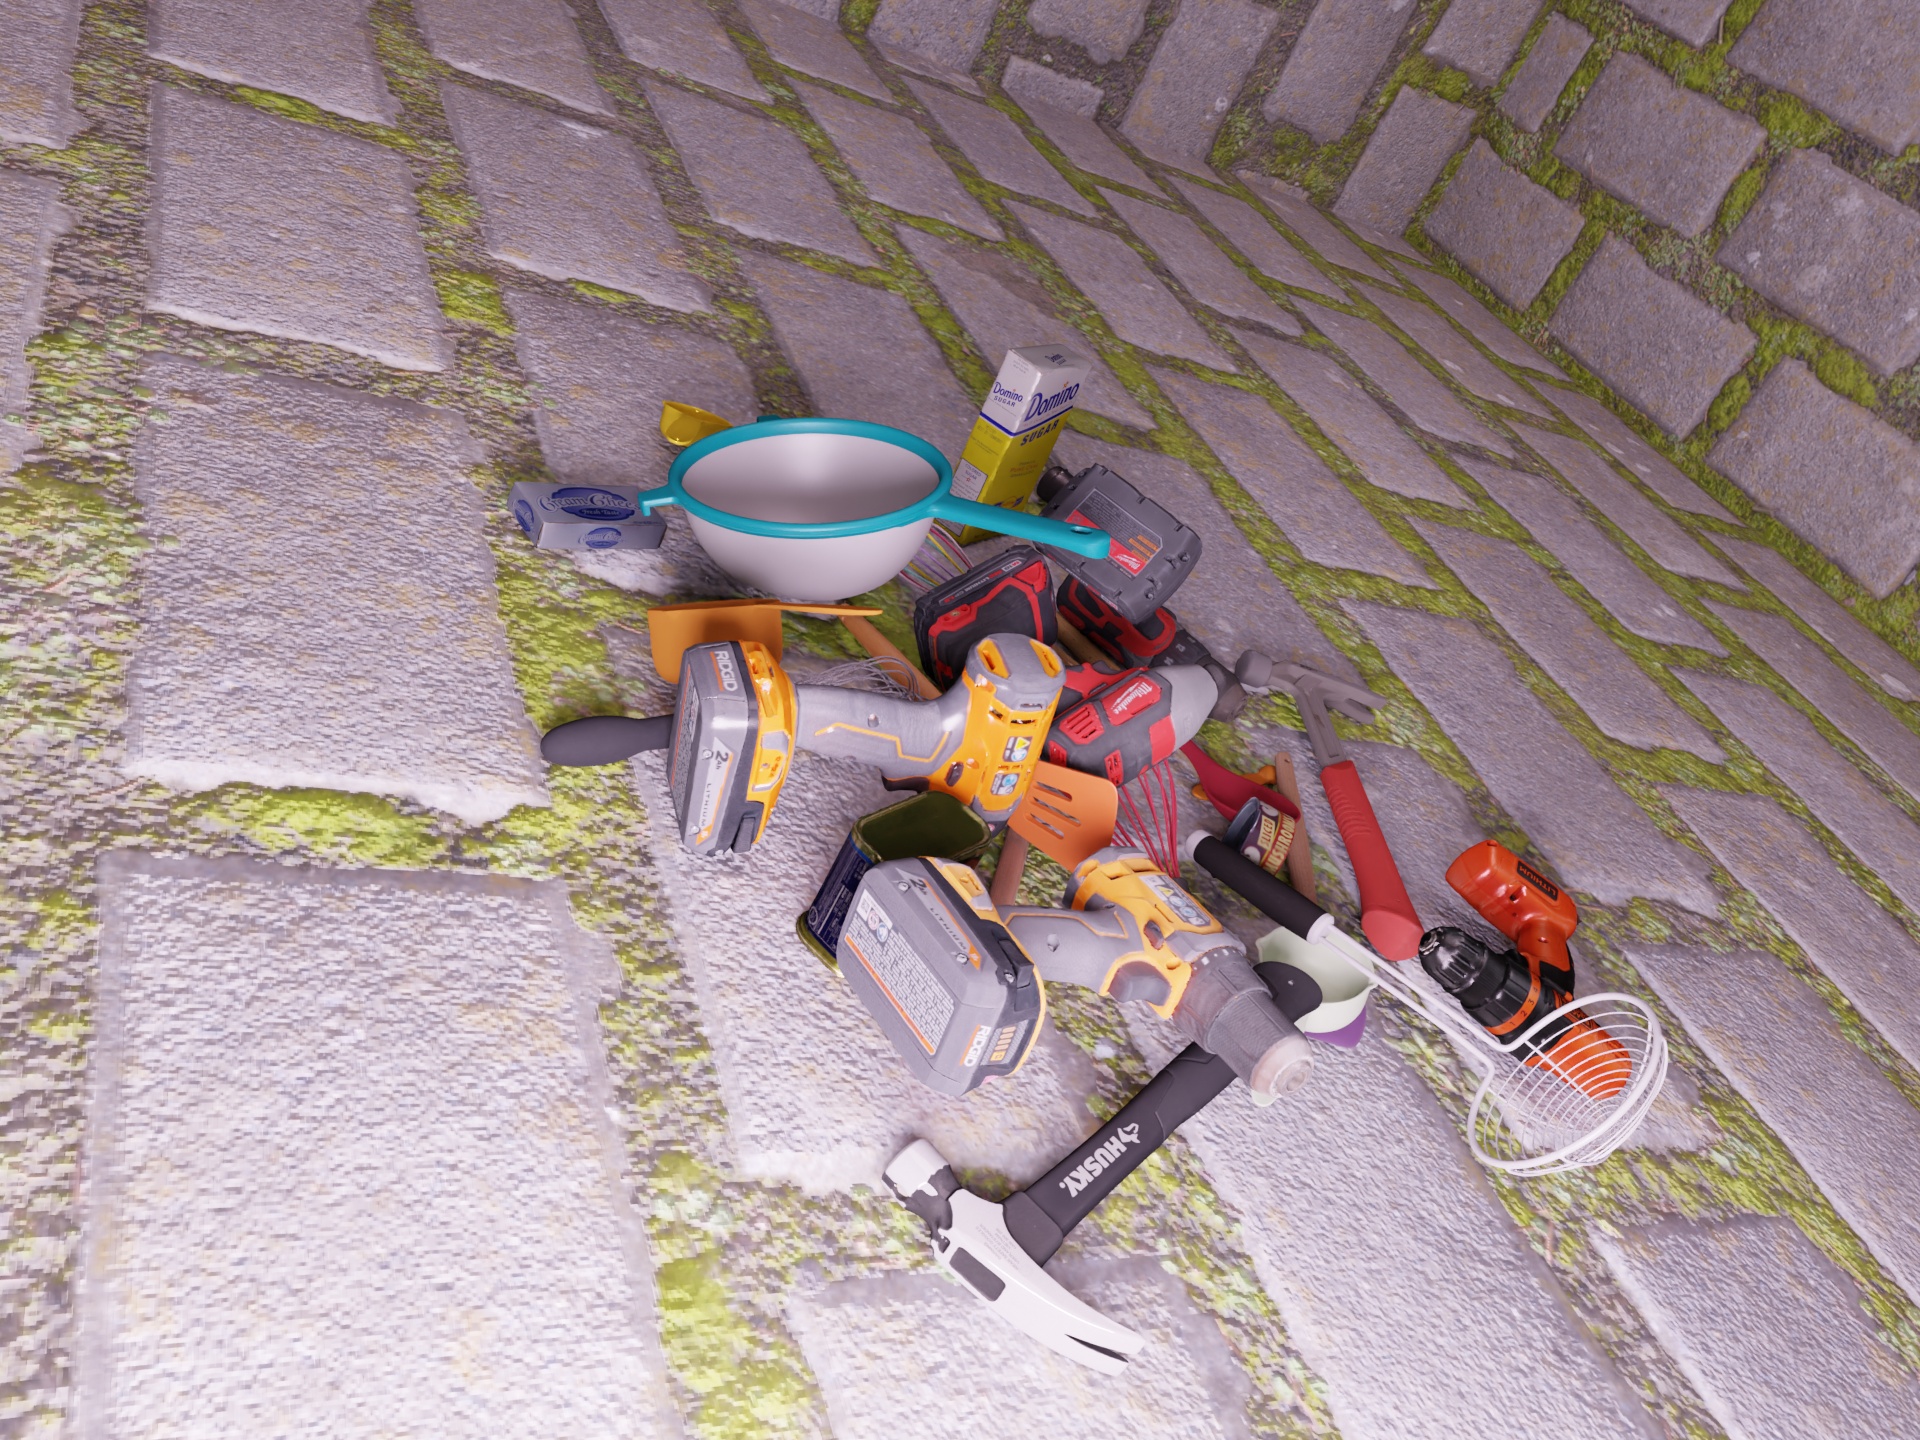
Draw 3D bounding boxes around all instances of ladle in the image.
[{"bbox_3d":[0.153,-0.007,1.282,0.069,0.031,0.316,-7,42,-42],"label":"ladle"}]

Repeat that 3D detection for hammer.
[{"bbox_3d":[0.327,0.065,1.314,0.149,0.036,0.359,19,32,-16],"label":"hammer"},{"bbox_3d":[0.114,0.221,0.885,0.146,0.035,0.335,41,39,20],"label":"hammer"}]

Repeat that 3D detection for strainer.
[{"bbox_3d":[-0.053,-0.134,1.184,0.340,0.095,0.211,15,34,18],"label":"strainer"}]

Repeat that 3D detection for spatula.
[{"bbox_3d":[0.257,0.123,1.183,0.059,0.018,0.316,16,35,-8],"label":"spatula"},{"bbox_3d":[-0.002,-0.004,1.115,0.041,0.081,0.323,-11,37,-30],"label":"spatula"}]

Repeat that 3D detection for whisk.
[{"bbox_3d":[-0.135,0.000,1.023,0.284,0.070,0.070,-9,47,-39],"label":"whisk"},{"bbox_3d":[0.028,-0.089,1.296,0.245,0.047,0.051,40,31,12],"label":"whisk"},{"bbox_3d":[0.138,0.101,1.092,0.073,0.073,0.296,10,41,-29],"label":"whisk"}]

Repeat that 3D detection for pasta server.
[{"bbox_3d":[0.024,0.121,0.988,0.060,0.040,0.316,18,30,1],"label":"pasta server"}]

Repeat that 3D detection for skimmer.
[{"bbox_3d":[0.262,0.147,0.986,0.364,0.127,0.090,36,-12,43],"label":"skimmer"}]

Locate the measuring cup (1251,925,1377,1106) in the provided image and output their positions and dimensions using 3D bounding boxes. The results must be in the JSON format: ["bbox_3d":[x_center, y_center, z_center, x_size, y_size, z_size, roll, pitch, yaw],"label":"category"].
[{"bbox_3d":[0.215,0.198,1.029,0.083,0.038,0.168,18,40,18],"label":"measuring cup"}]

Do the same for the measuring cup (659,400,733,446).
[{"bbox_3d":[-0.222,-0.227,1.279,0.062,0.029,0.157,19,18,-8],"label":"measuring cup"}]

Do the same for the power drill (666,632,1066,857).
[{"bbox_3d":[-0.059,0.026,0.972,0.226,0.164,0.084,-1,40,-21],"label":"power drill"}]

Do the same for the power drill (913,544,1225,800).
[{"bbox_3d":[0.077,-0.036,1.136,0.143,0.078,0.220,-30,43,-21],"label":"power drill"}]

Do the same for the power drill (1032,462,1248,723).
[{"bbox_3d":[0.149,-0.089,1.270,0.188,0.080,0.226,40,-7,20],"label":"power drill"}]

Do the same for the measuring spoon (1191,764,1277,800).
[{"bbox_3d":[0.223,0.049,1.277,0.117,0.011,0.021,-9,47,-45],"label":"measuring spoon"}]

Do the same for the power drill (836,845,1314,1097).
[{"bbox_3d":[0.070,0.143,0.863,0.226,0.084,0.186,1,31,-38],"label":"power drill"}]

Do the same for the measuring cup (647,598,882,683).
[{"bbox_3d":[-0.124,-0.050,1.031,0.174,0.052,0.095,3,10,29],"label":"measuring cup"}]
